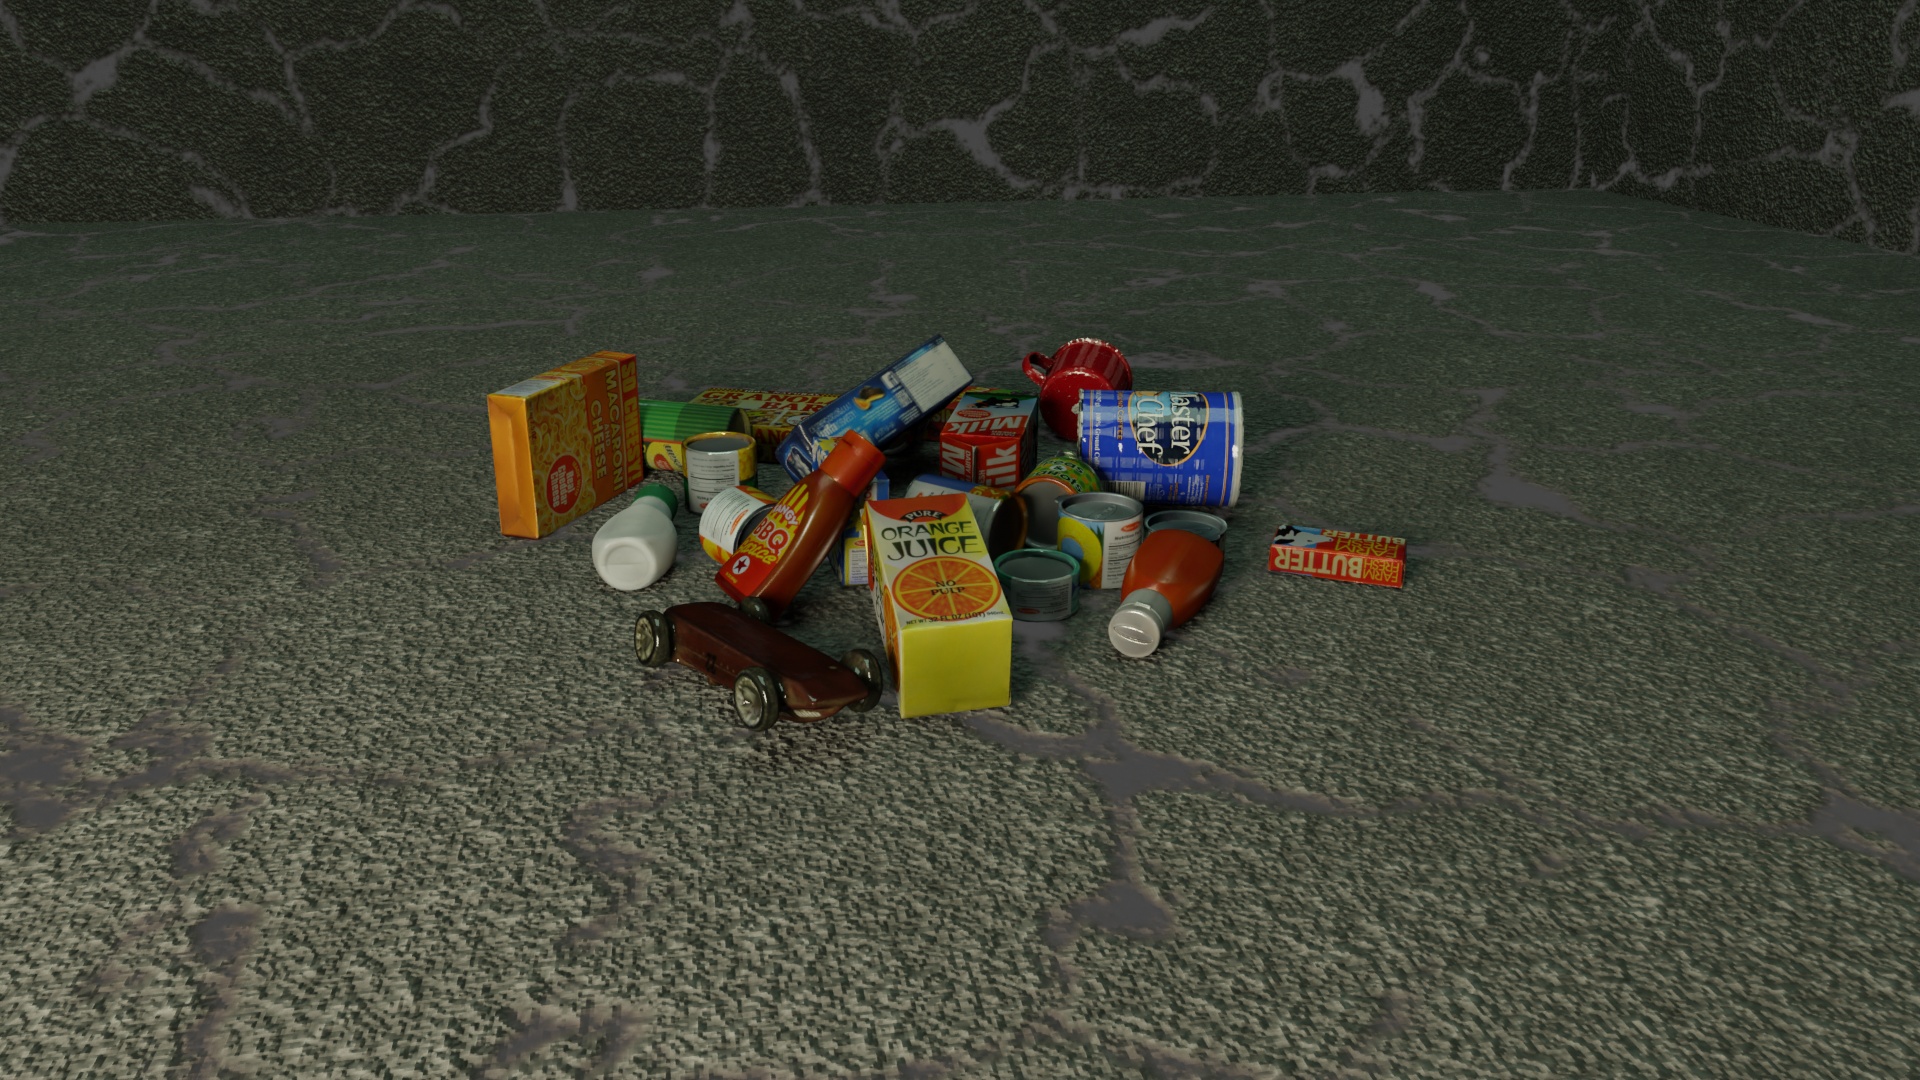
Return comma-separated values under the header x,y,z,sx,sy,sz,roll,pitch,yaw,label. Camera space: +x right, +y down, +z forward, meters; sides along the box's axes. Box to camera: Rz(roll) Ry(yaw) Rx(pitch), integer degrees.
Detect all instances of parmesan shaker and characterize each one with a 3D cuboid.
x,y,z,sx,sy,sz,roll,pitch,yaw,label
-0.258,-0.099,1.309,0.103,0.071,0.071,5,22,12,parmesan shaker

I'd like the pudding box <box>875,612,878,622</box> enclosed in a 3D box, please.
x,y,z,sx,sy,sz,roll,pitch,yaw,label
-0.021,0.038,1.017,0.084,0.030,0.050,0,23,-1,pudding box

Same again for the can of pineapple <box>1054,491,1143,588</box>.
x,y,z,sx,sy,sz,roll,pitch,yaw,label
0.107,-0.001,1.080,0.071,0.057,0.071,0,21,0,can of pineapple

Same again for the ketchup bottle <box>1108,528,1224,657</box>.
x,y,z,sx,sy,sz,roll,pitch,yaw,label
0.144,0.037,1.000,0.065,0.043,0.149,18,26,16,ketchup bottle

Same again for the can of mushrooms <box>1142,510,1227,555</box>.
x,y,z,sx,sy,sz,roll,pitch,yaw,label
0.179,0.002,1.105,0.071,0.033,0.071,1,21,0,can of mushrooms

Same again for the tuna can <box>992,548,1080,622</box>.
x,y,z,sx,sy,sz,roll,pitch,yaw,label
0.055,0.032,1.029,0.071,0.032,0.071,0,22,0,tuna can

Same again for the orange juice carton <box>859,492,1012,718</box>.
x,y,z,sx,sy,sz,roll,pitch,yaw,label
-0.020,0.028,0.930,0.072,0.072,0.193,-6,34,-10,orange juice carton

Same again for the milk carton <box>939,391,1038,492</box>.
x,y,z,sx,sy,sz,roll,pitch,yaw,label
0.025,-0.076,1.251,0.073,0.072,0.191,4,22,8,milk carton

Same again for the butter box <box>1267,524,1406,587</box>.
x,y,z,sx,sy,sz,roll,pitch,yaw,label
0.298,0.011,1.095,0.103,0.024,0.053,8,22,18,butter box

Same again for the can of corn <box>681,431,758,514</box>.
x,y,z,sx,sy,sz,roll,pitch,yaw,label
-0.212,-0.061,1.228,0.071,0.058,0.071,0,21,0,can of corn

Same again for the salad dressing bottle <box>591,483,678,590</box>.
x,y,z,sx,sy,sz,roll,pitch,yaw,label
-0.254,-0.007,1.113,0.064,0.043,0.148,-3,20,-2,salad dressing bottle

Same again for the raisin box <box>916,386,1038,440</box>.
x,y,z,sx,sy,sz,roll,pitch,yaw,label
0.011,-0.130,1.437,0.123,0.040,0.086,6,23,15,raisin box

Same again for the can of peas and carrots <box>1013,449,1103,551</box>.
x,y,z,sx,sy,sz,roll,pitch,yaw,label
0.079,-0.032,1.142,0.071,0.070,0.059,8,23,19,can of peas and carrots

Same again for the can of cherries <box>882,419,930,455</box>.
x,y,z,sx,sy,sz,roll,pitch,yaw,label
-0.069,-0.126,1.381,0.071,0.071,0.058,6,22,15,can of cherries

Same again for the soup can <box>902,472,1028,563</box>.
x,y,z,sx,sy,sz,roll,pitch,yaw,label
0.004,-0.014,1.103,0.084,0.071,0.071,14,25,30,soup can

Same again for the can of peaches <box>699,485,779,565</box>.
x,y,z,sx,sy,sz,roll,pitch,yaw,label
-0.159,-0.003,1.076,0.071,0.071,0.058,-15,26,-35,can of peaches

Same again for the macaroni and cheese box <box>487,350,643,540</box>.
x,y,z,sx,sy,sz,roll,pitch,yaw,label
-0.339,-0.087,1.205,0.040,0.123,0.167,8,22,17,macaroni and cheese box

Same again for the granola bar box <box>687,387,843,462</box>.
x,y,z,sx,sy,sz,roll,pitch,yaw,label
-0.196,-0.116,1.398,0.165,0.039,0.125,4,22,11,granola bar box

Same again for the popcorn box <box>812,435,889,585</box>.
x,y,z,sx,sy,sz,roll,pitch,yaw,label
-0.088,-0.026,1.104,0.038,0.085,0.127,-5,21,-16,popcorn box

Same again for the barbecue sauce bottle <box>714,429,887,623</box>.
x,y,z,sx,sy,sz,roll,pitch,yaw,label
-0.112,-0.012,1.005,0.148,0.043,0.065,-51,41,-5,barbecue sauce bottle
